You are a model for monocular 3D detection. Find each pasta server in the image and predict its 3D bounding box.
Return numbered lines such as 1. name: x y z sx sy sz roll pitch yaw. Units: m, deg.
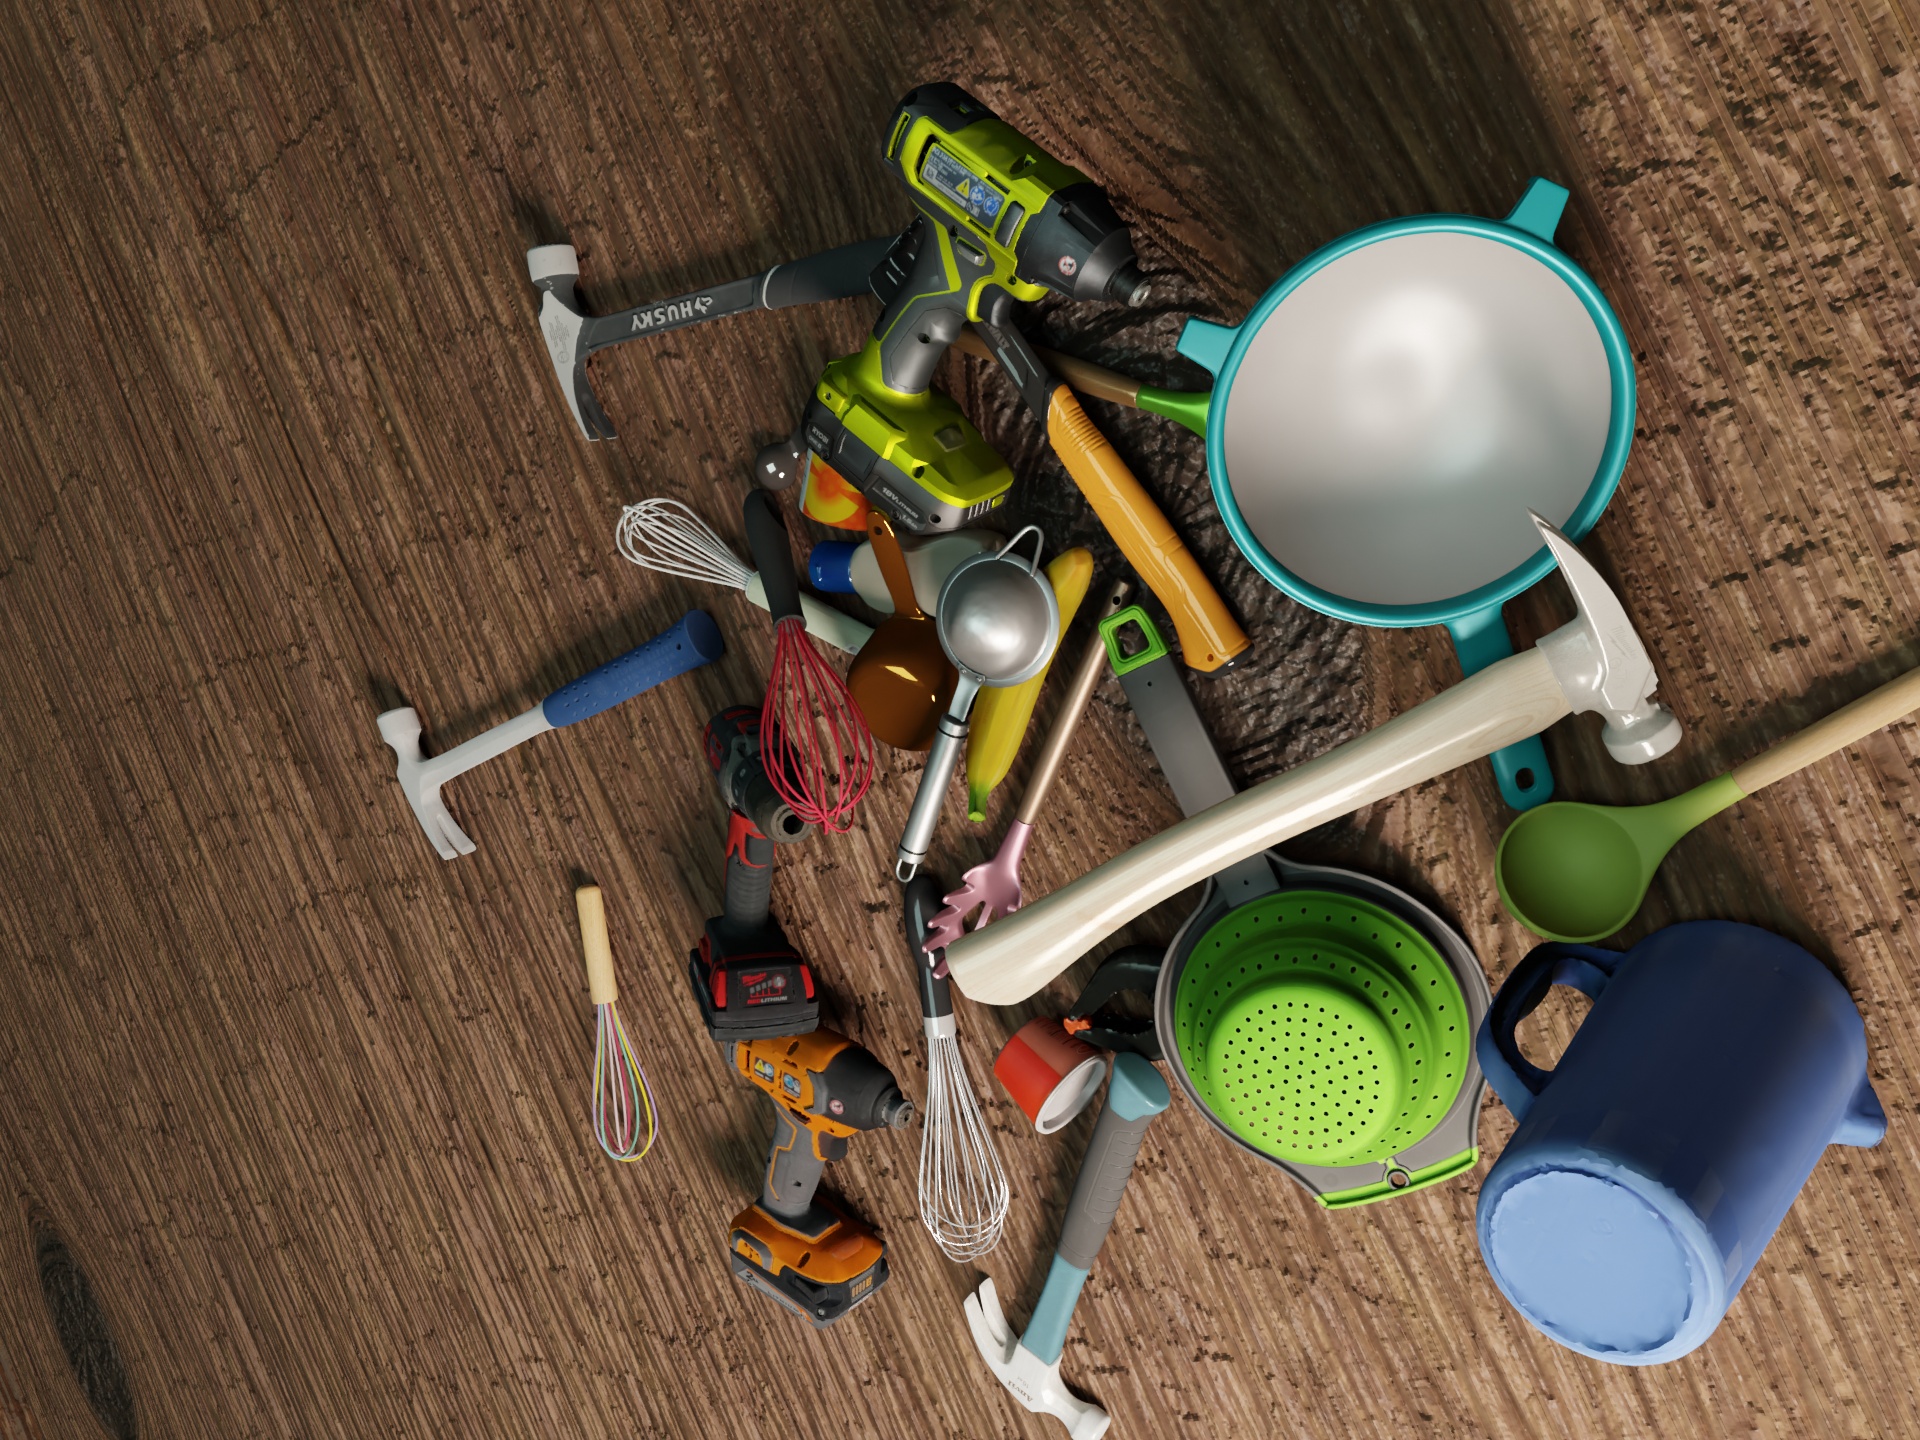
1. pasta server: 0.051 0.046 1.065 0.060 0.040 0.316 26 115 10

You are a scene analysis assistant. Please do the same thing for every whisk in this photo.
1. whisk: -0.154 -0.103 1.162 0.246 0.059 0.057 28 160 21
2. whisk: -0.111 -0.049 1.071 0.073 0.073 0.296 -45 46 34
3. whisk: -0.011 0.251 1.149 0.070 0.070 0.284 -6 94 35
4. whisk: -0.304 0.261 1.359 0.047 0.051 0.245 -2 98 40

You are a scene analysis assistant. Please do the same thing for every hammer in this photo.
1. hammer: 0.076 -0.173 0.964 0.337 0.034 0.127 55 136 1
2. hammer: 0.084 0.365 1.111 0.128 0.033 0.330 30 123 25
3. hammer: -0.343 0.002 1.319 0.405 0.035 0.144 -22 89 36
4. hammer: -0.144 -0.293 1.108 0.409 0.036 0.149 -2 102 34
5. hammer: 0.166 0.043 0.864 0.410 0.038 0.146 -29 109 16

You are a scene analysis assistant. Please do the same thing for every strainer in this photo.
1. strainer: -0.002 -0.003 1.015 0.087 0.050 0.258 29 116 22
2. strainer: 0.257 -0.109 0.858 0.211 0.095 0.340 -20 114 12

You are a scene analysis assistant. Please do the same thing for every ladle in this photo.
1. ladle: 0.415 0.019 0.801 0.320 0.062 0.078 -38 71 32

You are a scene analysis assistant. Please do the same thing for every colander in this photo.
1. colander: 0.171 0.118 0.935 0.204 0.094 0.397 -26 91 23

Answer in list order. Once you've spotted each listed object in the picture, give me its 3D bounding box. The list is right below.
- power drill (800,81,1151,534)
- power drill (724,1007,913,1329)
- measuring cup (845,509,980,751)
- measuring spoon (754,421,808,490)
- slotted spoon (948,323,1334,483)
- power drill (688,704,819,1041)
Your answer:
1. power drill: 0.004 -0.224 0.920 0.171 0.080 0.223 42 132 15
2. power drill: -0.104 0.339 1.206 0.164 0.084 0.226 17 114 36
3. measuring cup: -0.044 -0.054 1.050 0.095 0.052 0.173 6 132 28
4. measuring spoon: -0.107 -0.206 1.115 0.124 0.018 0.034 -41 78 33
5. slotted spoon: 0.090 -0.209 0.977 0.314 0.031 0.070 25 117 29
6. power drill: -0.143 0.116 1.143 0.188 0.080 0.226 -137 48 -64
